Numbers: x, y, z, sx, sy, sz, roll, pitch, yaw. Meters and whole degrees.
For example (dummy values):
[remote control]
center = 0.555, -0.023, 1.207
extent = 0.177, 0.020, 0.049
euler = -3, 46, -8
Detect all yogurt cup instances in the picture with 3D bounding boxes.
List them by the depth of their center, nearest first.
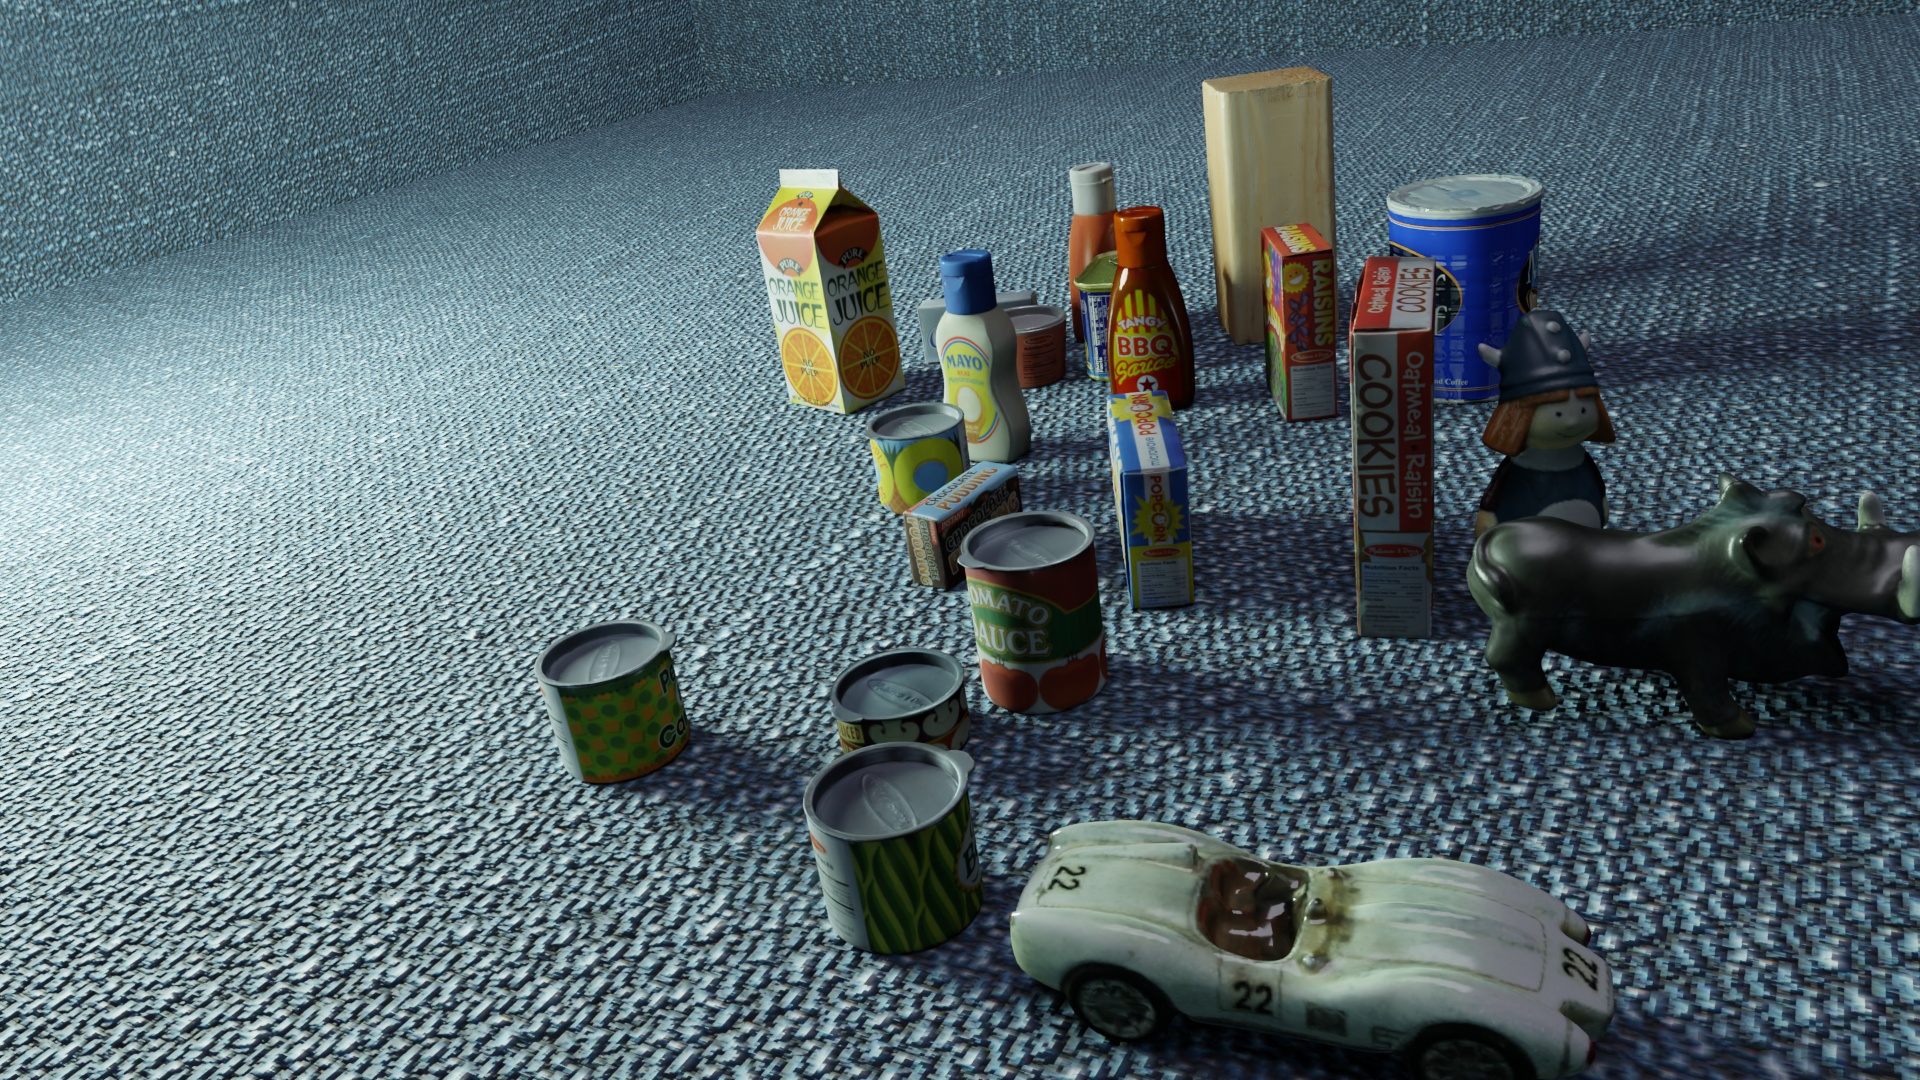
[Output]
[yogurt cup]
center = 0.056, -0.159, 1.145
extent = 0.072, 0.053, 0.073
euler = -7, 25, 3

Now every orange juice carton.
[orange juice carton]
center = -0.108, -0.207, 1.134
extent = 0.072, 0.191, 0.073
euler = 15, 34, 41

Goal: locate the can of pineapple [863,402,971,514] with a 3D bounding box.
[can of pineapple]
center = -0.028, -0.056, 0.947
extent = 0.071, 0.057, 0.071
euler = -7, 25, 3

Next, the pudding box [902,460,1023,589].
[pudding box]
center = 0.003, -0.011, 0.851
extent = 0.030, 0.049, 0.084
euler = 11, 31, 36

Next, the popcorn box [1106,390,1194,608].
[popcorn box]
center = 0.110, -0.027, 0.809
extent = 0.038, 0.085, 0.127
euler = -6, 25, 5

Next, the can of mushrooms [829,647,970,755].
[can of mushrooms]
center = -0.031, 0.084, 0.680
extent = 0.071, 0.033, 0.071
euler = -7, 25, 3

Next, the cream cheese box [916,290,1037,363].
[cream cheese box]
center = 0.017, -0.187, 1.216
extent = 0.104, 0.053, 0.024
euler = -3, 25, 12

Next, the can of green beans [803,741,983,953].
[can of green beans]
center = -0.026, 0.124, 0.564
extent = 0.071, 0.057, 0.071
euler = -7, 25, 3

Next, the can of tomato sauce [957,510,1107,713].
[can of tomato sauce]
center = 0.037, 0.037, 0.700
extent = 0.071, 0.082, 0.071
euler = -7, 25, 3

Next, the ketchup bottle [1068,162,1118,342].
[ketchup bottle]
center = 0.121, -0.250, 1.206
extent = 0.065, 0.148, 0.043
euler = -27, 30, -35

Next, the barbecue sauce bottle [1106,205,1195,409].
[barbecue sauce bottle]
center = 0.139, -0.172, 1.034
extent = 0.065, 0.148, 0.044
euler = 1, 26, 20

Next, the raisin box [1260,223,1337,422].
[raisin box]
center = 0.244, -0.158, 1.002
extent = 0.040, 0.123, 0.086
euler = -6, 25, 5

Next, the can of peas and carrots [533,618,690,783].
[can of peas and carrots]
center = -0.172, 0.080, 0.702
extent = 0.071, 0.058, 0.071
euler = -7, 25, 3

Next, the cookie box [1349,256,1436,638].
[cookie box]
center = 0.228, -0.052, 0.729
extent = 0.040, 0.166, 0.123
euler = 0, 26, 19

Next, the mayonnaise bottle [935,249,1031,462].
[mayonnaise bottle]
center = 0.012, -0.130, 0.985
extent = 0.065, 0.147, 0.041
euler = 9, 30, 34
